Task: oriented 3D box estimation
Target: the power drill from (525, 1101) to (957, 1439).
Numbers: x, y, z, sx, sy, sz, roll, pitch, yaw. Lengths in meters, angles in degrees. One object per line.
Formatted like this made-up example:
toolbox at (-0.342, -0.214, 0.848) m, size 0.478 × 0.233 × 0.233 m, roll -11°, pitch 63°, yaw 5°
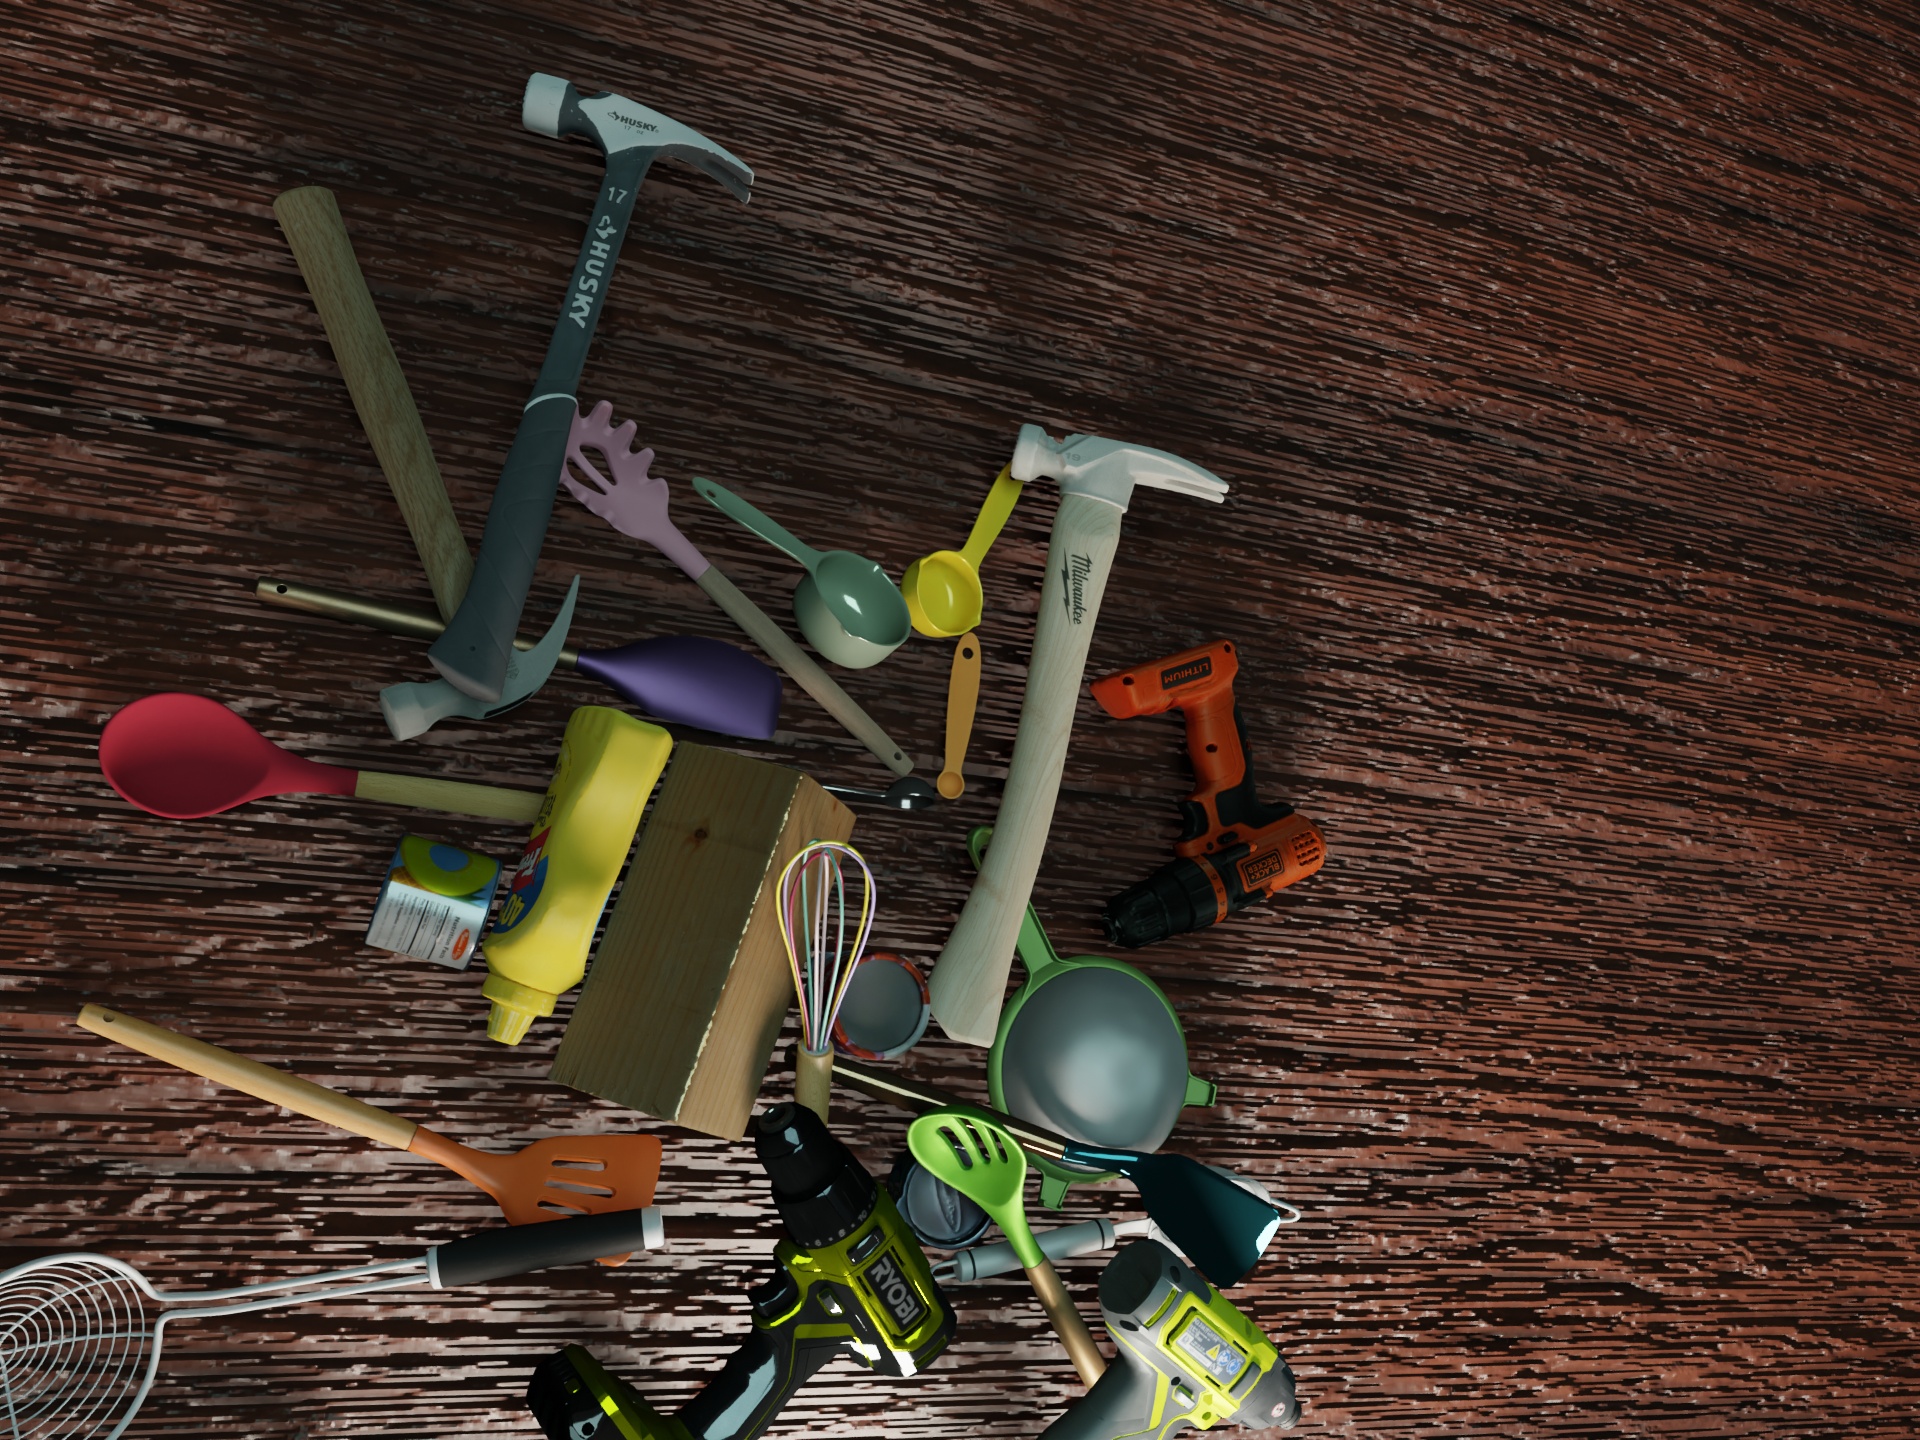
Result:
power drill at (-0.126, 0.348, 0.914) m, size 0.228 × 0.080 × 0.190 m, roll -37°, pitch 114°, yaw -23°

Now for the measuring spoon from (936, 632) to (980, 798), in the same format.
measuring spoon at (-0.002, -0.003, 1.072) m, size 0.021 × 0.011 × 0.117 m, roll 13°, pitch 74°, yaw -19°

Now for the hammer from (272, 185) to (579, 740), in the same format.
hammer at (-0.325, -0.160, 0.935) m, size 0.130 × 0.031 × 0.331 m, roll -20°, pitch 86°, yaw -28°

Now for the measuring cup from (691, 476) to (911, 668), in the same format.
measuring cup at (-0.108, -0.094, 1.010) m, size 0.167 × 0.038 × 0.083 m, roll 35°, pitch 36°, yaw -15°

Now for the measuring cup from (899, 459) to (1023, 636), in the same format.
measuring cup at (0.005, -0.121, 1.085) m, size 0.062 × 0.029 × 0.157 m, roll 45°, pitch 55°, yaw -27°

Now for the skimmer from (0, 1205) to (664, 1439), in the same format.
skimmer at (-0.335, 0.311, 0.816) m, size 0.363 × 0.090 × 0.127 m, roll -7°, pitch 109°, yaw -11°

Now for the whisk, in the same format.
whisk at (-0.088, 0.173, 0.933) m, size 0.047 × 0.051 × 0.244 m, roll -19°, pitch 126°, yaw -41°

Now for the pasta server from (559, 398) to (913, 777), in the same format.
pasta server at (-0.141, -0.076, 1.008) m, size 0.316 × 0.040 × 0.060 m, roll 45°, pitch 67°, yaw -12°

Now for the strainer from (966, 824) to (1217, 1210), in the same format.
strainer at (0.075, 0.183, 1.042) m, size 0.151 × 0.069 × 0.256 m, roll -27°, pitch 95°, yaw -23°

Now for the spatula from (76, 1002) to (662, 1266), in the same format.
spatula at (-0.327, 0.220, 0.887) m, size 0.322 × 0.041 × 0.081 m, roll 26°, pitch 46°, yaw -15°

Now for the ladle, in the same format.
ladle at (-0.323, 0.039, 0.923) m, size 0.315 × 0.031 × 0.069 m, roll 10°, pitch 81°, yaw -23°

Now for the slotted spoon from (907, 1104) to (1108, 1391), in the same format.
slotted spoon at (0.054, 0.357, 0.998) m, size 0.313 × 0.070 × 0.031 m, roll 64°, pitch 28°, yaw -19°

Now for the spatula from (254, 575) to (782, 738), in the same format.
spatula at (-0.259, -0.045, 0.966) m, size 0.315 × 0.018 × 0.060 m, roll 13°, pitch 73°, yaw -21°

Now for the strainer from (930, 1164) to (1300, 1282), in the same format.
strainer at (0.101, 0.333, 1.046) m, size 0.258 × 0.050 × 0.086 m, roll -6°, pitch 129°, yaw -20°

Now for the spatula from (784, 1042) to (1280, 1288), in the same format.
spatula at (0.039, 0.265, 0.988) m, size 0.317 × 0.082 × 0.044 m, roll 20°, pitch 34°, yaw -5°

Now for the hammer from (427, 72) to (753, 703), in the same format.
hammer at (-0.233, -0.201, 0.946) m, size 0.149 × 0.036 × 0.409 m, roll 14°, pitch 69°, yaw -9°

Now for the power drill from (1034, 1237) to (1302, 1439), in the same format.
power drill at (0.103, 0.453, 0.979) m, size 0.223 × 0.080 × 0.171 m, roll -48°, pitch 113°, yaw -8°

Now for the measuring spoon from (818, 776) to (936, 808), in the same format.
measuring spoon at (-0.075, 0.040, 1.025) m, size 0.124 × 0.034 × 0.018 m, roll 8°, pitch 70°, yaw -17°

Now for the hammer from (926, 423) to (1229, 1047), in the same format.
hammer at (0.063, 0.010, 1.038) m, size 0.146 × 0.038 × 0.411 m, roll 13°, pitch 78°, yaw 5°
